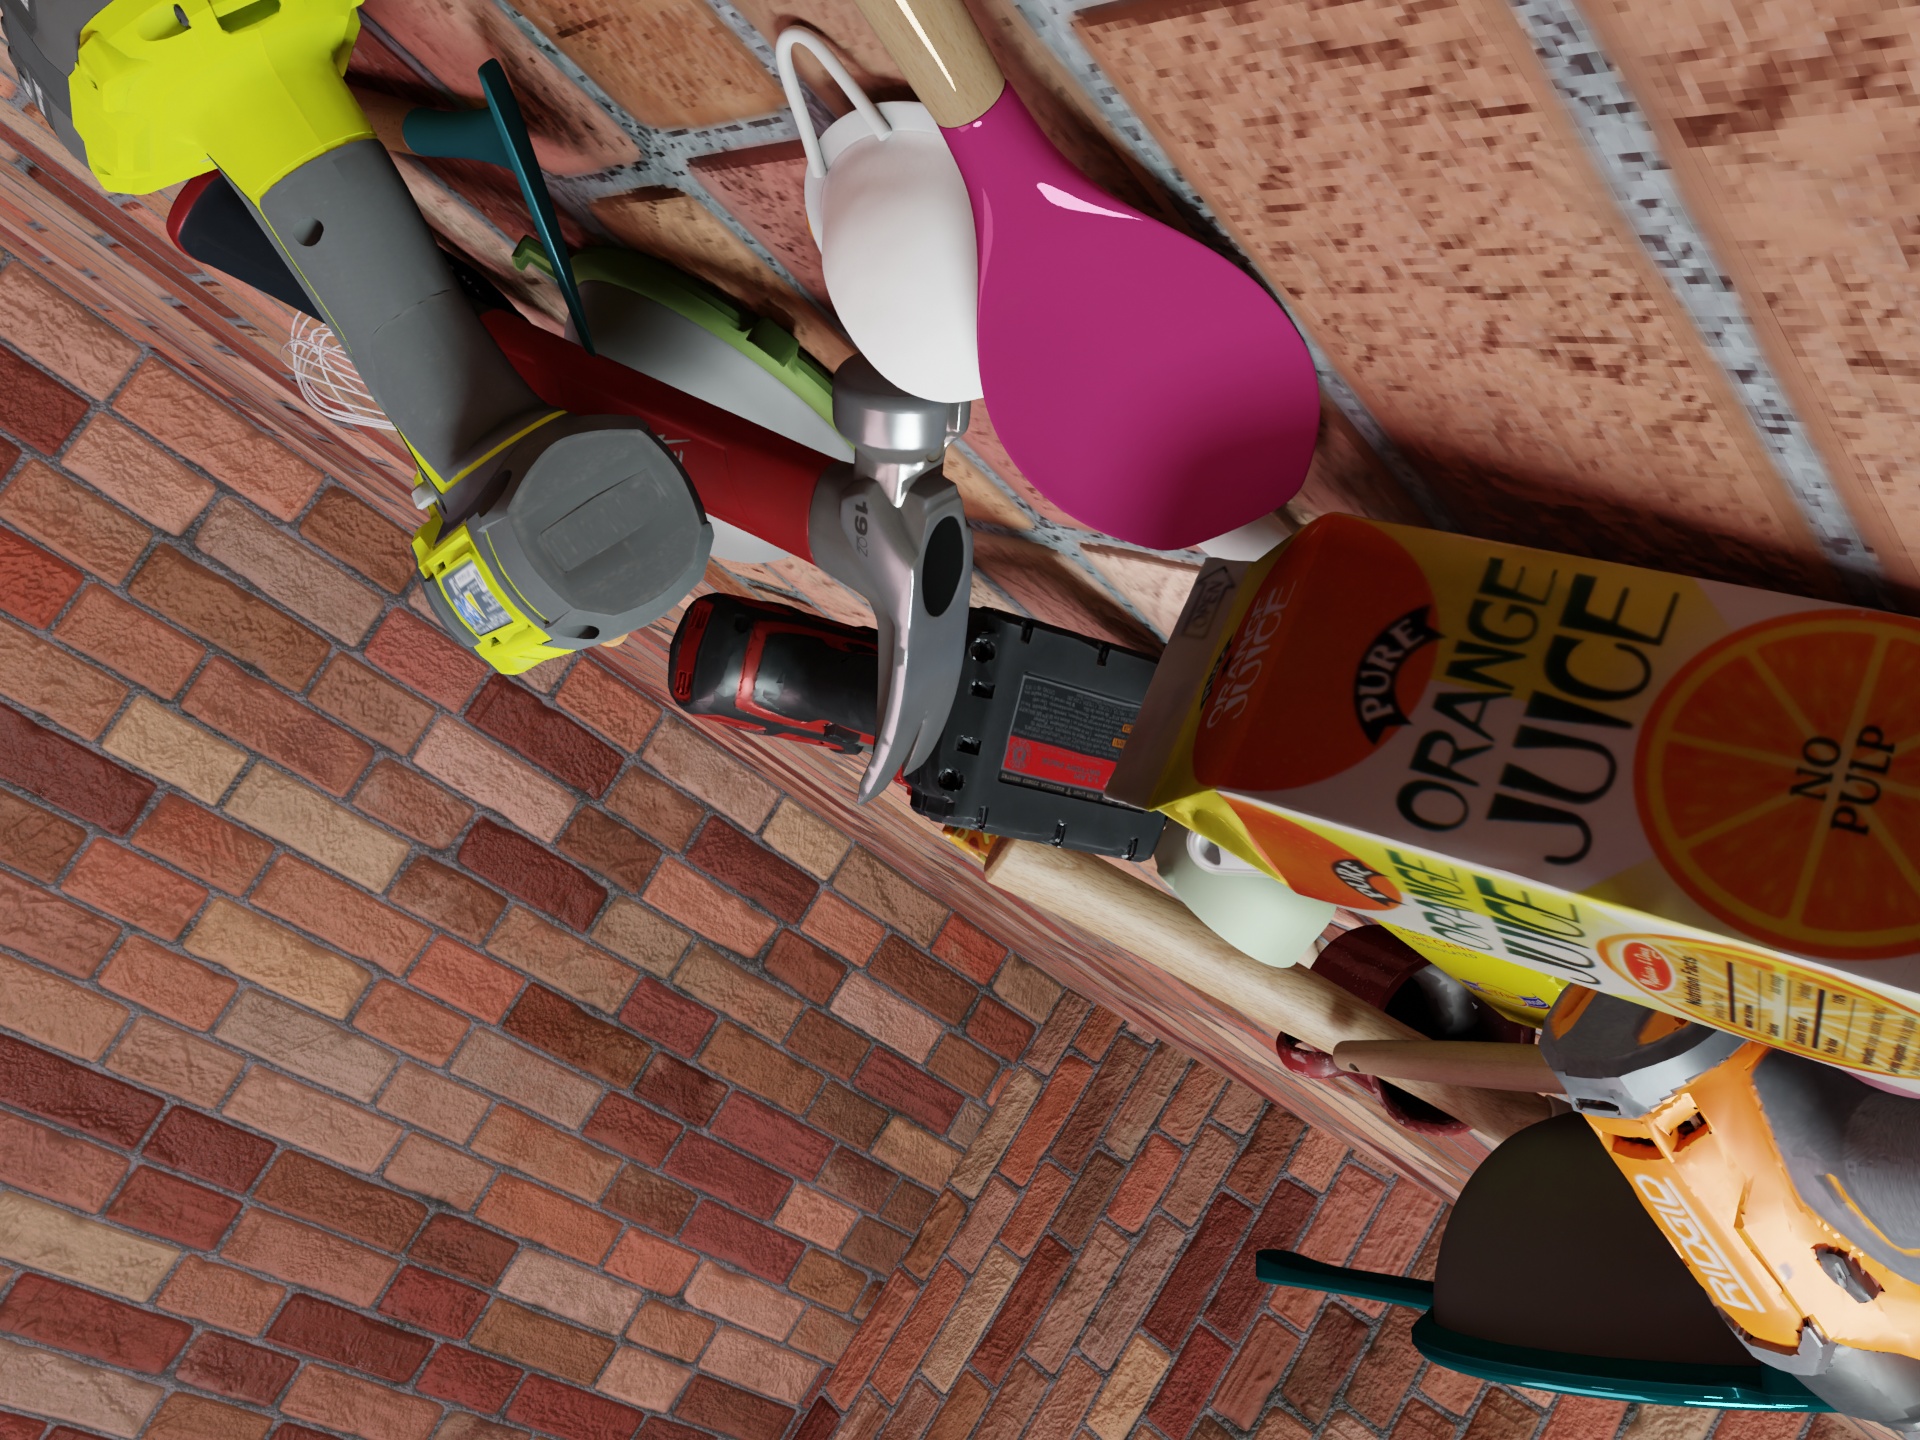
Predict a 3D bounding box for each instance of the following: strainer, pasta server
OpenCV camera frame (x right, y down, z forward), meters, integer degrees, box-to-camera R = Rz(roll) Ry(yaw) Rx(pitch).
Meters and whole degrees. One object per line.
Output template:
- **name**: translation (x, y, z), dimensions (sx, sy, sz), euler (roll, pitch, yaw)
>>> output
- **strainer**: translation (-0.080, -0.083, 0.647), dimensions (0.152, 0.069, 0.256), euler (27, 168, 34)
- **pasta server**: translation (0.229, 0.128, 0.551), dimensions (0.060, 0.040, 0.316), euler (53, 155, -9)
- **strainer**: translation (0.046, -0.068, 0.403), dimensions (0.258, 0.050, 0.087), euler (34, 157, -31)
- **strainer**: translation (0.241, 0.202, 0.648), dimensions (0.211, 0.095, 0.340), euler (7, 166, -31)

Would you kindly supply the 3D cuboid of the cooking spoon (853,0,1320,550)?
- **cooking spoon**: translation (-0.010, -0.129, 0.277), dimensions (0.318, 0.069, 0.017), euler (46, -151, -46)

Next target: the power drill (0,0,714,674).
- **power drill**: translation (-0.172, -0.116, 0.464), dimensions (0.223, 0.080, 0.171), euler (59, 156, -13)

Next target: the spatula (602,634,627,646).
- **spatula**: translation (-0.160, -0.093, 0.688), dimensions (0.081, 0.041, 0.323), euler (34, -173, -25)

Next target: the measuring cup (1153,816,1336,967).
- **measuring cup**: translation (0.105, 0.033, 0.683), dimensions (0.083, 0.038, 0.168), euler (22, -153, -37)

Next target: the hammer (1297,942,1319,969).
- **hammer**: translation (0.187, 0.116, 0.893), dimensions (0.146, 0.038, 0.410), euler (33, 171, 26)

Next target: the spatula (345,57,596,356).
- **spatula**: translation (-0.203, -0.199, 0.535), dimensions (0.318, 0.044, 0.082), euler (28, 146, 40)

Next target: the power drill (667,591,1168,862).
- **power drill**: translation (-0.001, -0.002, 0.689), dimensions (0.187, 0.080, 0.227), euler (14, 180, -36)

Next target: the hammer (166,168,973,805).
- **hammer**: translation (-0.155, -0.109, 0.556), dimensions (0.387, 0.038, 0.143), euler (28, 132, 29)

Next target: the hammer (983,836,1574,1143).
- **hammer**: translation (0.163, 0.130, 0.715), dimensions (0.331, 0.130, 0.031), euler (29, -156, -6)

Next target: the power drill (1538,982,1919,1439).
- **power drill**: translation (0.260, 0.125, 0.359), dimensions (0.164, 0.084, 0.226), euler (53, 158, -9)

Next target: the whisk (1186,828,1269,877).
- **whisk**: translation (0.147, 0.036, 0.457), dimensions (0.246, 0.059, 0.058), euler (-6, 100, 59)

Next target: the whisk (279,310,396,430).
- **whisk**: translation (-0.278, -0.173, 0.925), dimensions (0.285, 0.070, 0.070), euler (25, 170, 13)

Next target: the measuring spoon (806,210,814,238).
- **measuring spoon**: translation (-0.003, -0.105, 0.447), dimensions (0.116, 0.011, 0.021), euler (39, 169, -36)
